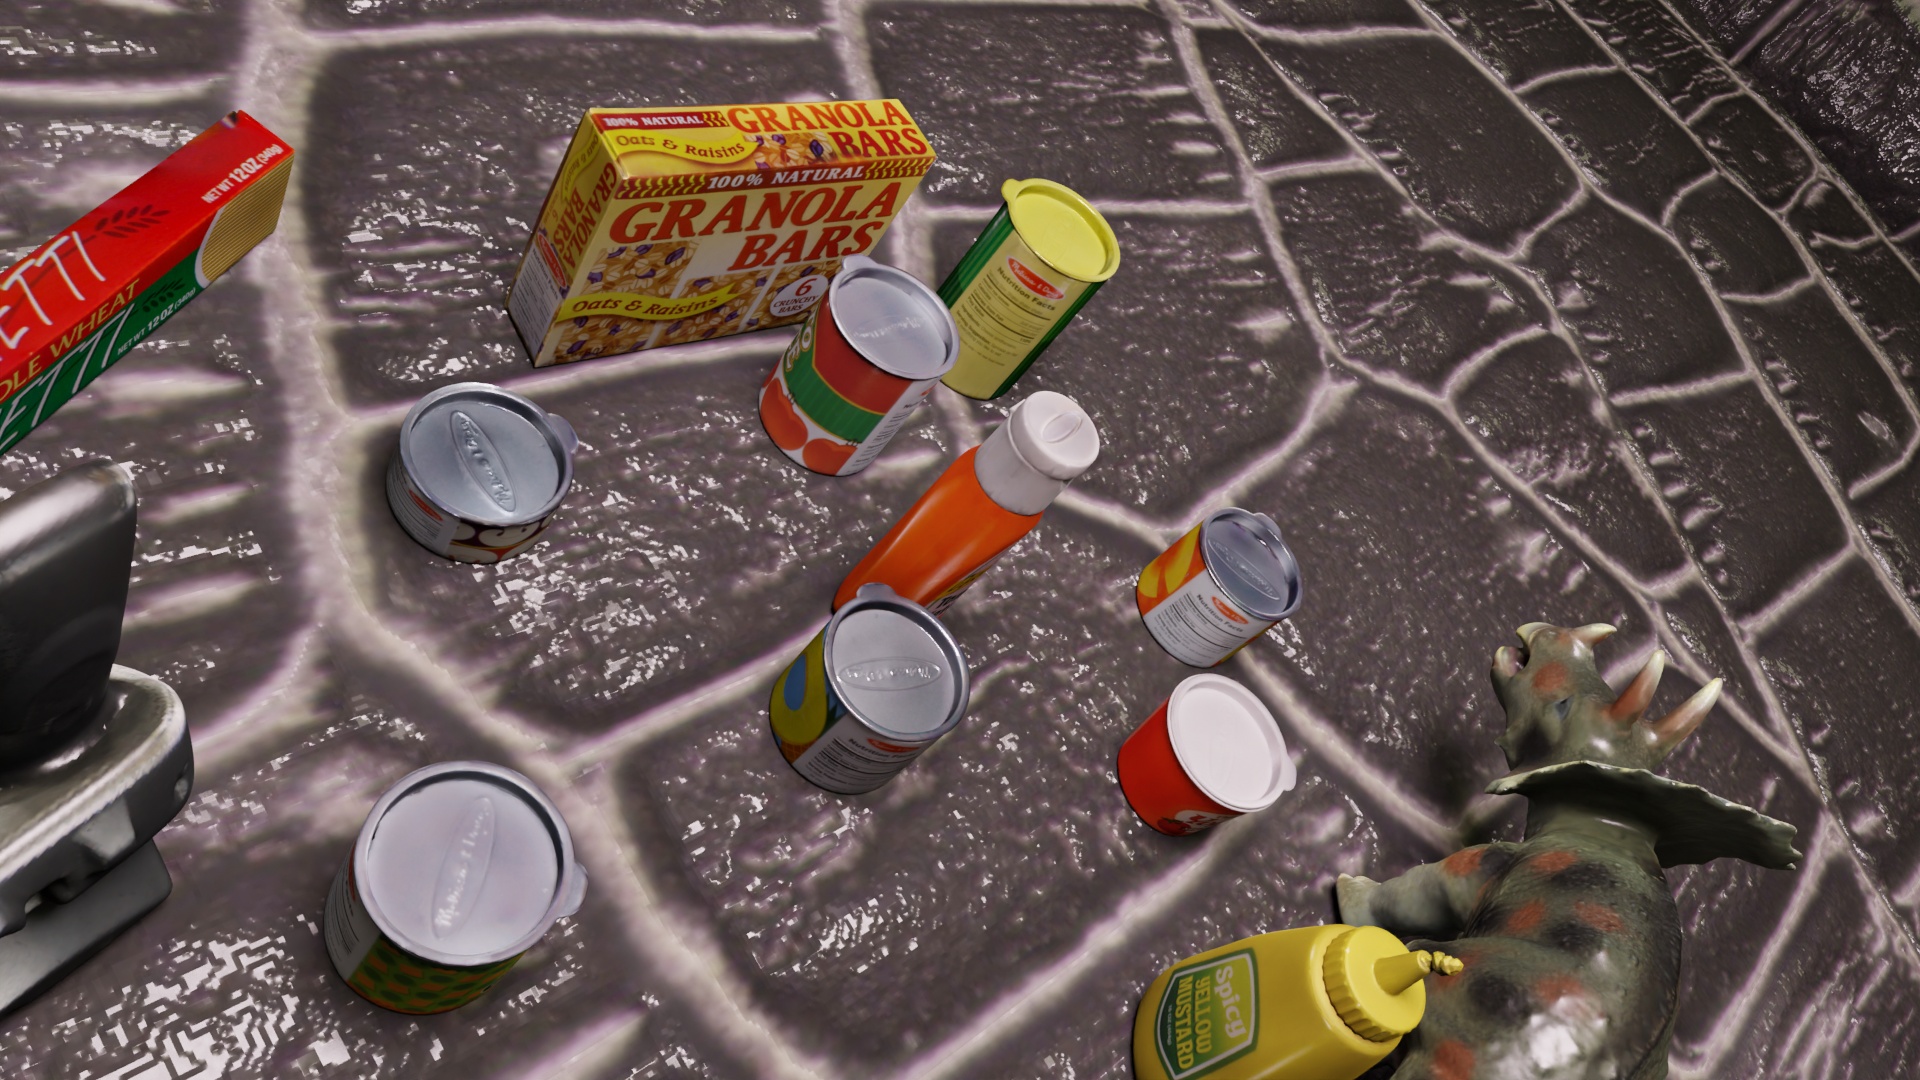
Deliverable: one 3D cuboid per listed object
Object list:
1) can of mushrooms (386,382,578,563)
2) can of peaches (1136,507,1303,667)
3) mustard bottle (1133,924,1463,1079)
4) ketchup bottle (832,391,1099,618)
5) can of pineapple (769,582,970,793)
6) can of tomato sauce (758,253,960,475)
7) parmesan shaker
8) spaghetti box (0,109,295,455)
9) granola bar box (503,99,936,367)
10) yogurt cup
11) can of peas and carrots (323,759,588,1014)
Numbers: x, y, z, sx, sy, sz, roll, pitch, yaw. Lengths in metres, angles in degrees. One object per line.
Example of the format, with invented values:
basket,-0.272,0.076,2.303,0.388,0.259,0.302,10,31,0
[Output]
can of mushrooms,-0.189,-0.027,0.552,0.071,0.033,0.071,19,50,-24
can of peaches,0.135,0.024,0.726,0.071,0.057,0.071,19,50,-24
mustard bottle,0.129,0.181,0.535,0.049,0.159,0.065,23,49,-21
ketchup bottle,0.002,-0.007,0.590,0.043,0.148,0.065,49,45,4
can of pineapple,-0.038,0.063,0.575,0.071,0.057,0.071,19,50,-24
can of tomato sauce,-0.051,-0.080,0.653,0.071,0.082,0.071,19,50,-24
parmesan shaker,0.025,-0.132,0.729,0.071,0.102,0.071,19,50,-24
spaghetti box,-0.320,-0.067,0.476,0.028,0.050,0.251,34,46,-11
granola bar box,-0.108,-0.141,0.627,0.166,0.123,0.039,-18,71,-42
yogurt cup,0.111,0.104,0.653,0.072,0.053,0.073,19,50,-24
can of peas and carrots,-0.164,0.113,0.450,0.071,0.058,0.071,19,50,-24
